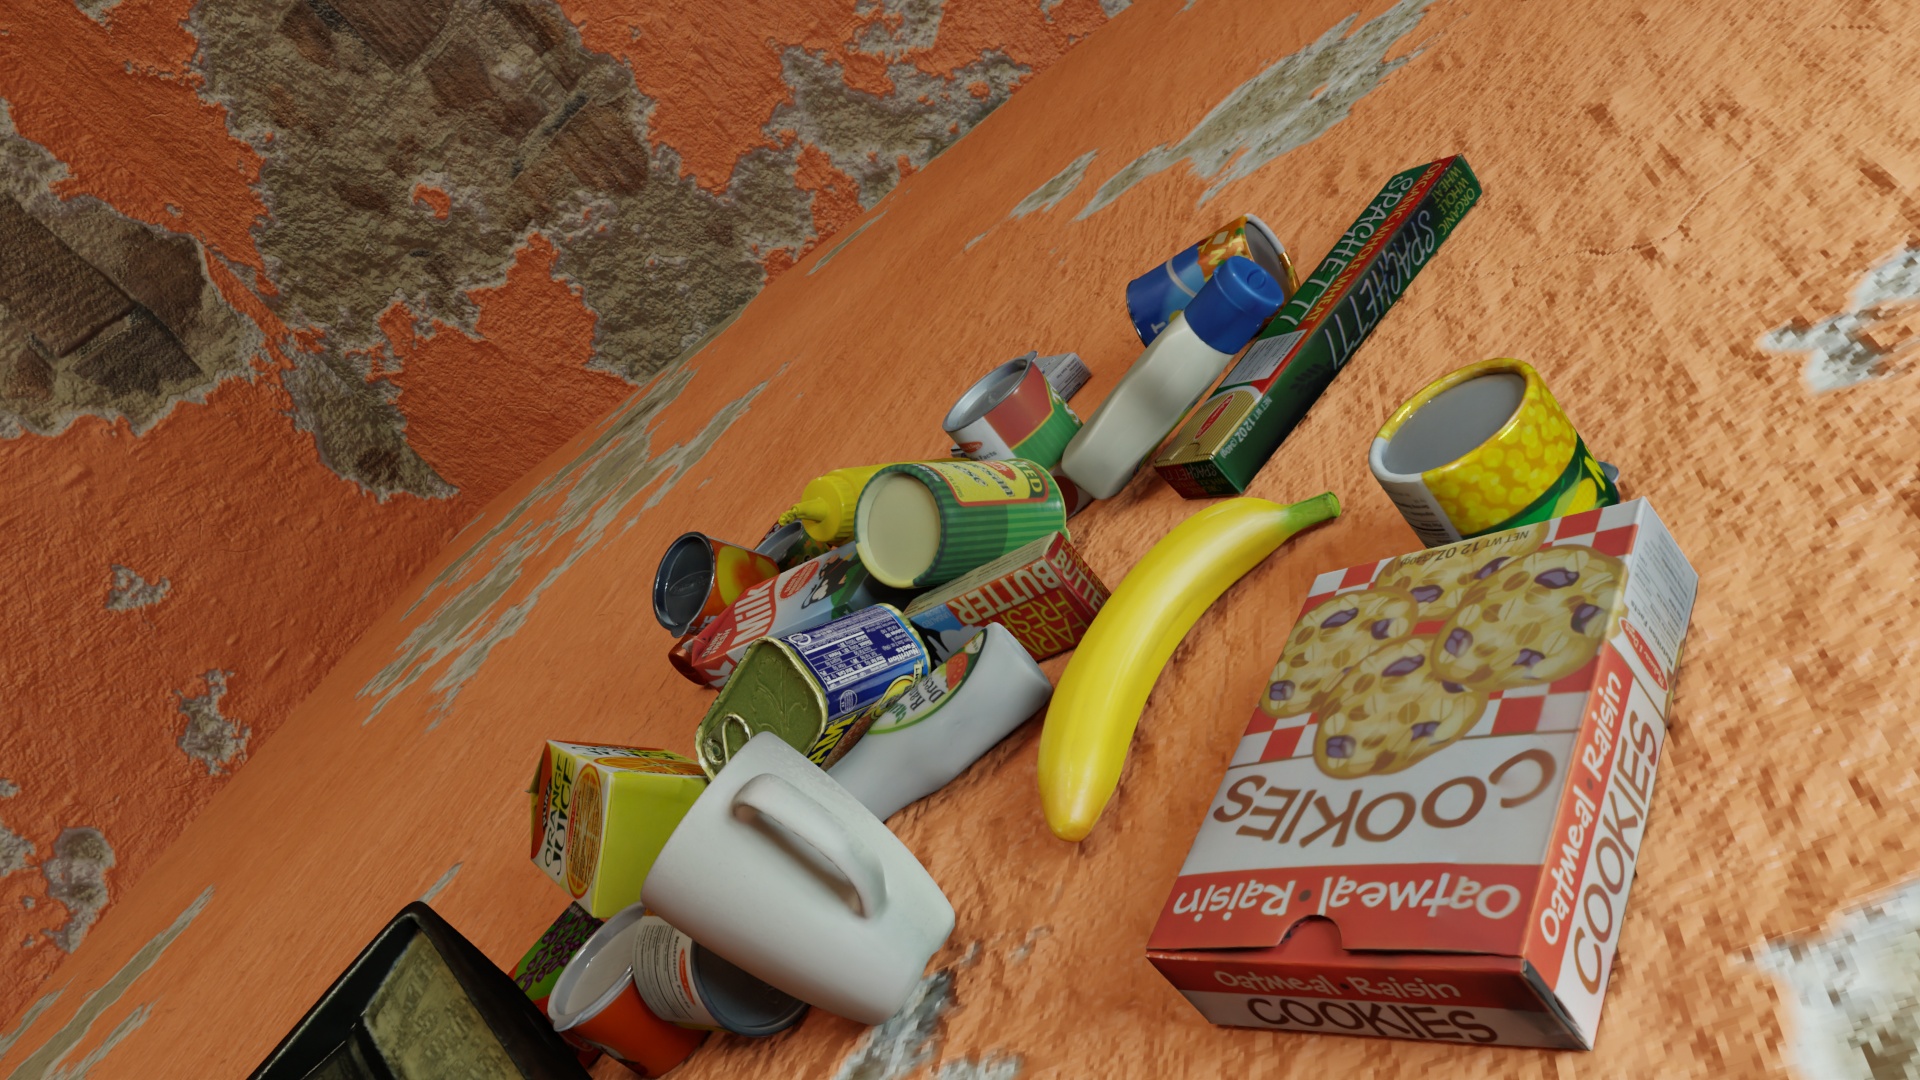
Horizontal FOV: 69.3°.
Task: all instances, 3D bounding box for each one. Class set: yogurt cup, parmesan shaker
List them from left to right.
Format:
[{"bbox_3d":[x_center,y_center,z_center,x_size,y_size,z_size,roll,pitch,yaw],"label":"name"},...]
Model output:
[{"bbox_3d":[-0.146,0.208,0.639,0.072,0.054,0.073,-36,19,15],"label":"yogurt cup"},{"bbox_3d":[0.003,-0.009,0.747,0.071,0.071,0.103,-27,-13,37],"label":"parmesan shaker"}]

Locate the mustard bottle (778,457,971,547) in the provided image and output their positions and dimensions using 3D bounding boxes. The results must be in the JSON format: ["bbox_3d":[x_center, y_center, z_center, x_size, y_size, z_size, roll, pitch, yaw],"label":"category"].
[{"bbox_3d":[-0.048,-0.022,0.848,0.065,0.049,0.161,-24,-12,41],"label":"mustard bottle"}]

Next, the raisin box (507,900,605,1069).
[{"bbox_3d":[-0.217,0.250,0.707,0.124,0.040,0.086,-50,21,-22],"label":"raisin box"}]

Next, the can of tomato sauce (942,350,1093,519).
[{"bbox_3d":[0.042,-0.059,0.824,0.071,0.083,0.071,-36,19,15],"label":"can of tomato sauce"}]

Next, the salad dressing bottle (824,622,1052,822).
[{"bbox_3d":[-0.026,0.101,0.660,0.147,0.044,0.064,-40,12,4],"label":"salad dressing bottle"}]

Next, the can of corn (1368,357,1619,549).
[{"bbox_3d":[0.191,-0.025,0.496,0.071,0.058,0.071,-36,19,15],"label":"can of corn"}]

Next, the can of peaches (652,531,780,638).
[{"bbox_3d":[-0.160,0.035,0.912,0.071,0.058,0.071,-18,64,40],"label":"can of peaches"}]

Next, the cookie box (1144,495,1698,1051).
[{"bbox_3d":[0.140,0.067,0.419,0.122,0.040,0.168,-19,29,48],"label":"cookie box"}]

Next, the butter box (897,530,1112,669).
[{"bbox_3d":[0.023,0.037,0.695,0.103,0.053,0.024,-26,21,36],"label":"butter box"}]

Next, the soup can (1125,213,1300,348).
[{"bbox_3d":[0.153,-0.145,0.834,0.083,0.071,0.072,-28,23,34],"label":"soup can"}]

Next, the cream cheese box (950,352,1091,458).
[{"bbox_3d":[0.043,-0.091,0.988,0.104,0.024,0.053,-47,19,-18],"label":"cream cheese box"}]

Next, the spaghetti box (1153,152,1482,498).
[{"bbox_3d":[0.195,-0.118,0.743,0.251,0.028,0.050,-48,20,-21],"label":"spaghetti box"}]

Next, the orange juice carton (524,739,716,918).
[{"bbox_3d":[-0.189,0.155,0.774,0.192,0.072,0.073,-3,80,61],"label":"orange juice carton"}]

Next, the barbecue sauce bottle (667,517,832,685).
[{"bbox_3d":[-0.160,0.044,1.051,0.064,0.043,0.149,-11,35,55],"label":"barbecue sauce bottle"}]

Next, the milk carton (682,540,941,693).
[{"bbox_3d":[-0.090,0.062,0.828,0.190,0.072,0.074,-24,26,42],"label":"milk carton"}]

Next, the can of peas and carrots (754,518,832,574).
[{"bbox_3d":[-0.115,0.028,0.975,0.071,0.058,0.071,-36,20,15],"label":"can of peas and carrots"}]

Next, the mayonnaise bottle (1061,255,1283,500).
[{"bbox_3d":[0.113,-0.087,0.747,0.147,0.041,0.065,-50,-2,37],"label":"mayonnaise bottle"}]

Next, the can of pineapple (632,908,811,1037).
[{"bbox_3d":[-0.098,0.178,0.600,0.057,0.071,0.071,-19,29,49],"label":"can of pineapple"}]
